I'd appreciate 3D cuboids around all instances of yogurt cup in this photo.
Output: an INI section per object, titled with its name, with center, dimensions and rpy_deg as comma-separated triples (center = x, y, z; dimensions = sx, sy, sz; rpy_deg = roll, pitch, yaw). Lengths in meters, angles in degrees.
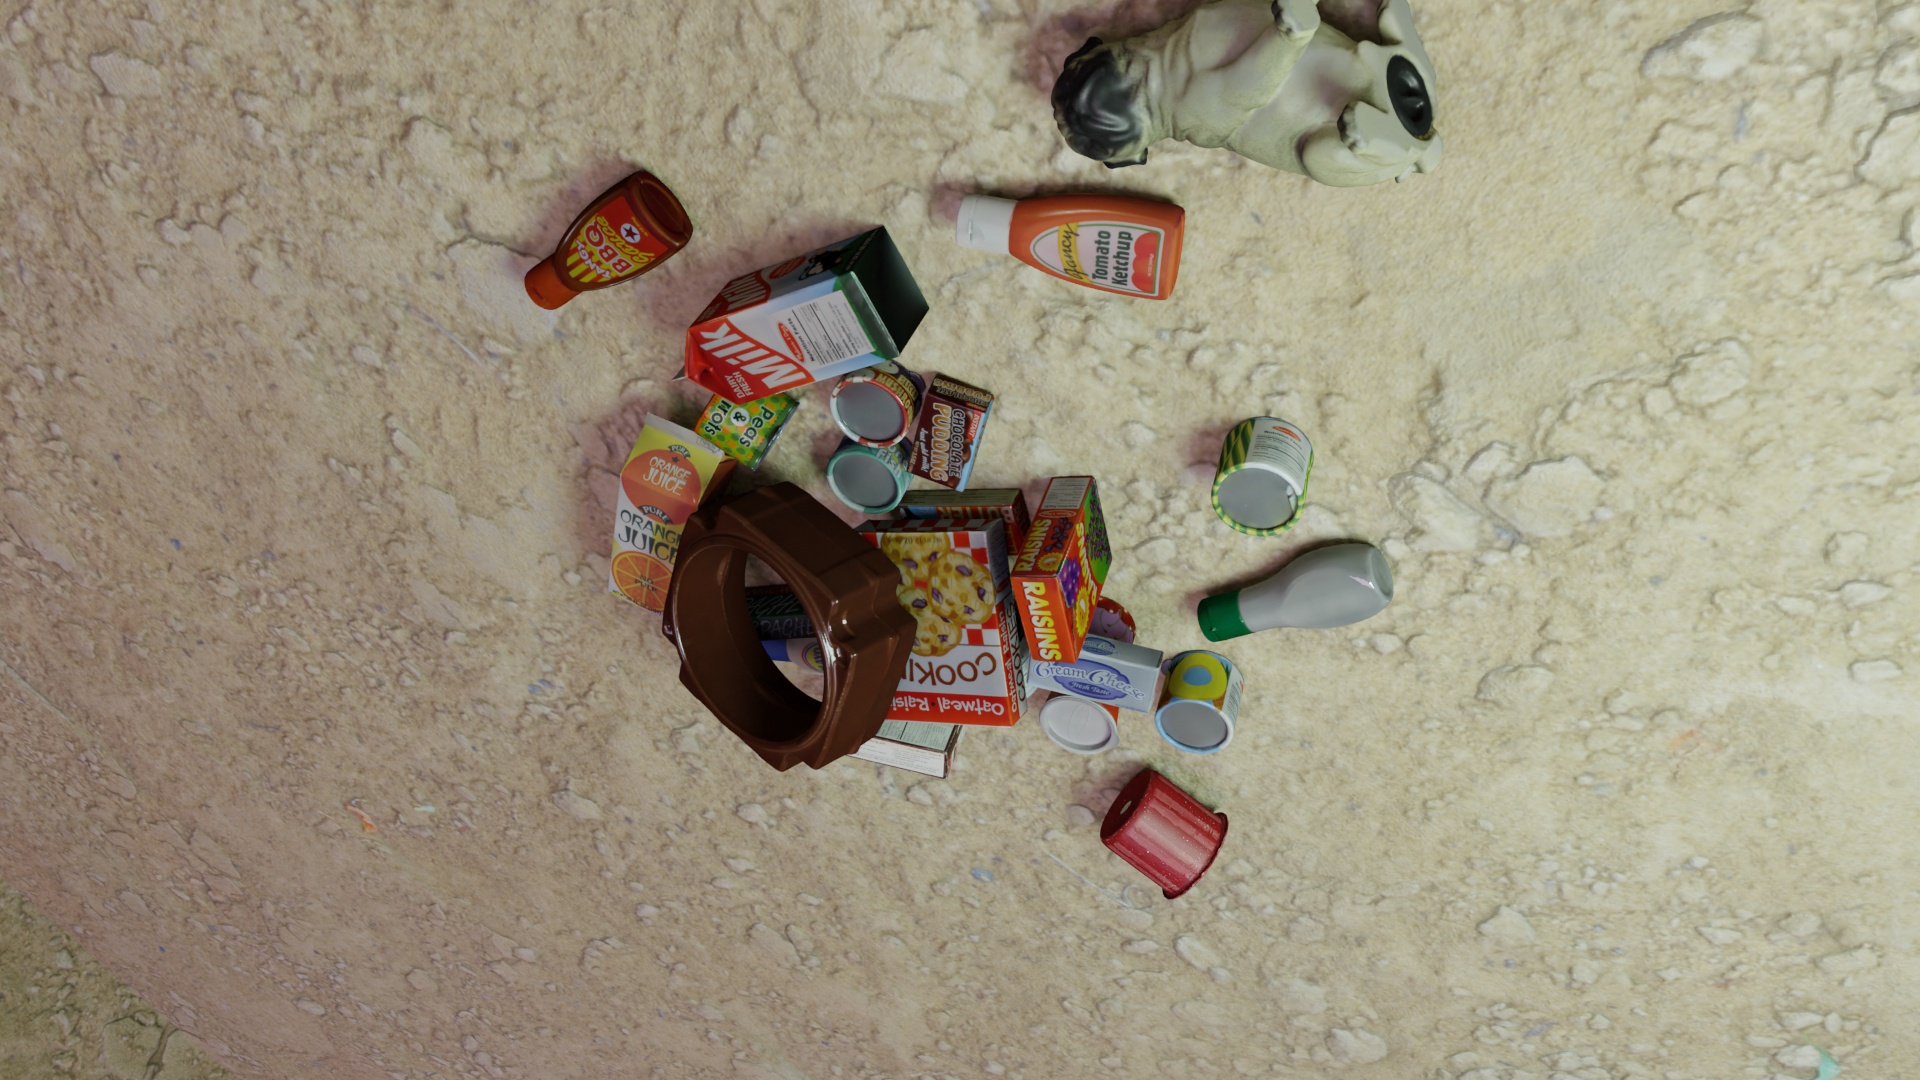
[yogurt cup]
center = 0.107, 0.142, 1.199
dimensions = 0.072, 0.054, 0.072
rpy_deg = 11, 131, 13

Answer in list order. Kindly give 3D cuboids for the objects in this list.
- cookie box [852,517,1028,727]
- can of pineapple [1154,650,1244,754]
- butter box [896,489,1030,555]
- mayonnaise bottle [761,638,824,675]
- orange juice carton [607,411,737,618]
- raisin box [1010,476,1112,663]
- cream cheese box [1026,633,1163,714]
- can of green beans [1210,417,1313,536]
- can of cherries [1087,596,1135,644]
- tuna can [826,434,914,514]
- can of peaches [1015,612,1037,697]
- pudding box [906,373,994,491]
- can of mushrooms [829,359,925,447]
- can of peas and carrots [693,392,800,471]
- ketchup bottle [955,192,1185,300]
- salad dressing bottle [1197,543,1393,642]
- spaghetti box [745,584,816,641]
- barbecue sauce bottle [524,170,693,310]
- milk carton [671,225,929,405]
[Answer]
[cookie box]
center = -0.017, 0.066, 1.123
dimensions = 0.123, 0.040, 0.167
rpy_deg = 0, 108, 26
[can of pineapple]
center = 0.197, 0.135, 1.154
dimensions = 0.071, 0.058, 0.070
rpy_deg = 11, 132, 13
[butter box]
center = 0.004, -0.014, 1.128
dimensions = 0.103, 0.024, 0.053
rpy_deg = 0, 128, 22
[mayonnaise bottle]
center = -0.117, 0.096, 1.258
dimensions = 0.148, 0.041, 0.064
rpy_deg = 3, 131, 19
[orange juice carton]
center = -0.245, -0.025, 1.185
dimensions = 0.072, 0.073, 0.191
rpy_deg = 24, 133, 5
[raisin box]
center = 0.079, 0.021, 1.059
dimensions = 0.040, 0.124, 0.085
rpy_deg = 1, 128, 22
[cream cheese box]
center = 0.106, 0.101, 1.104
dimensions = 0.104, 0.024, 0.053
rpy_deg = 13, 130, 11
[can of green beans]
center = 0.216, -0.045, 0.993
dimensions = 0.071, 0.058, 0.071
rpy_deg = 11, 132, 13
[can of cherries]
center = 0.110, 0.089, 1.150
dimensions = 0.071, 0.059, 0.071
rpy_deg = 11, 131, 13
[tuna can]
center = -0.071, -0.056, 1.116
dimensions = 0.071, 0.033, 0.070
rpy_deg = 11, 132, 13
[can of peaches]
center = 0.030, 0.100, 1.189
dimensions = 0.071, 0.071, 0.057
rpy_deg = -3, 128, 24
[pudding box]
center = -0.008, -0.082, 1.071
dimensions = 0.050, 0.030, 0.083
rpy_deg = 21, 133, 3
[can of mushrooms]
center = -0.064, -0.107, 1.070
dimensions = 0.071, 0.034, 0.070
rpy_deg = 11, 131, 14
[can of peas and carrots]
center = -0.169, -0.097, 1.096
dimensions = 0.059, 0.071, 0.070
rpy_deg = 33, 133, -6
[ketchup bottle]
center = 0.073, -0.203, 0.927
dimensions = 0.149, 0.044, 0.064
rpy_deg = 12, 132, 13
[salad dressing bottle]
center = 0.254, 0.044, 1.065
dimensions = 0.147, 0.044, 0.064
rpy_deg = -19, 121, 34
[spaghetti box]
center = -0.113, 0.060, 1.220
dimensions = 0.250, 0.050, 0.028
rpy_deg = -5, 124, 26
[barbecue sauce bottle]
center = -0.272, -0.220, 1.051
dimensions = 0.148, 0.044, 0.064
rpy_deg = -22, 119, 35
[milk carton]
center = -0.128, -0.159, 1.026
dimensions = 0.190, 0.073, 0.073
rpy_deg = -13, 123, 29
